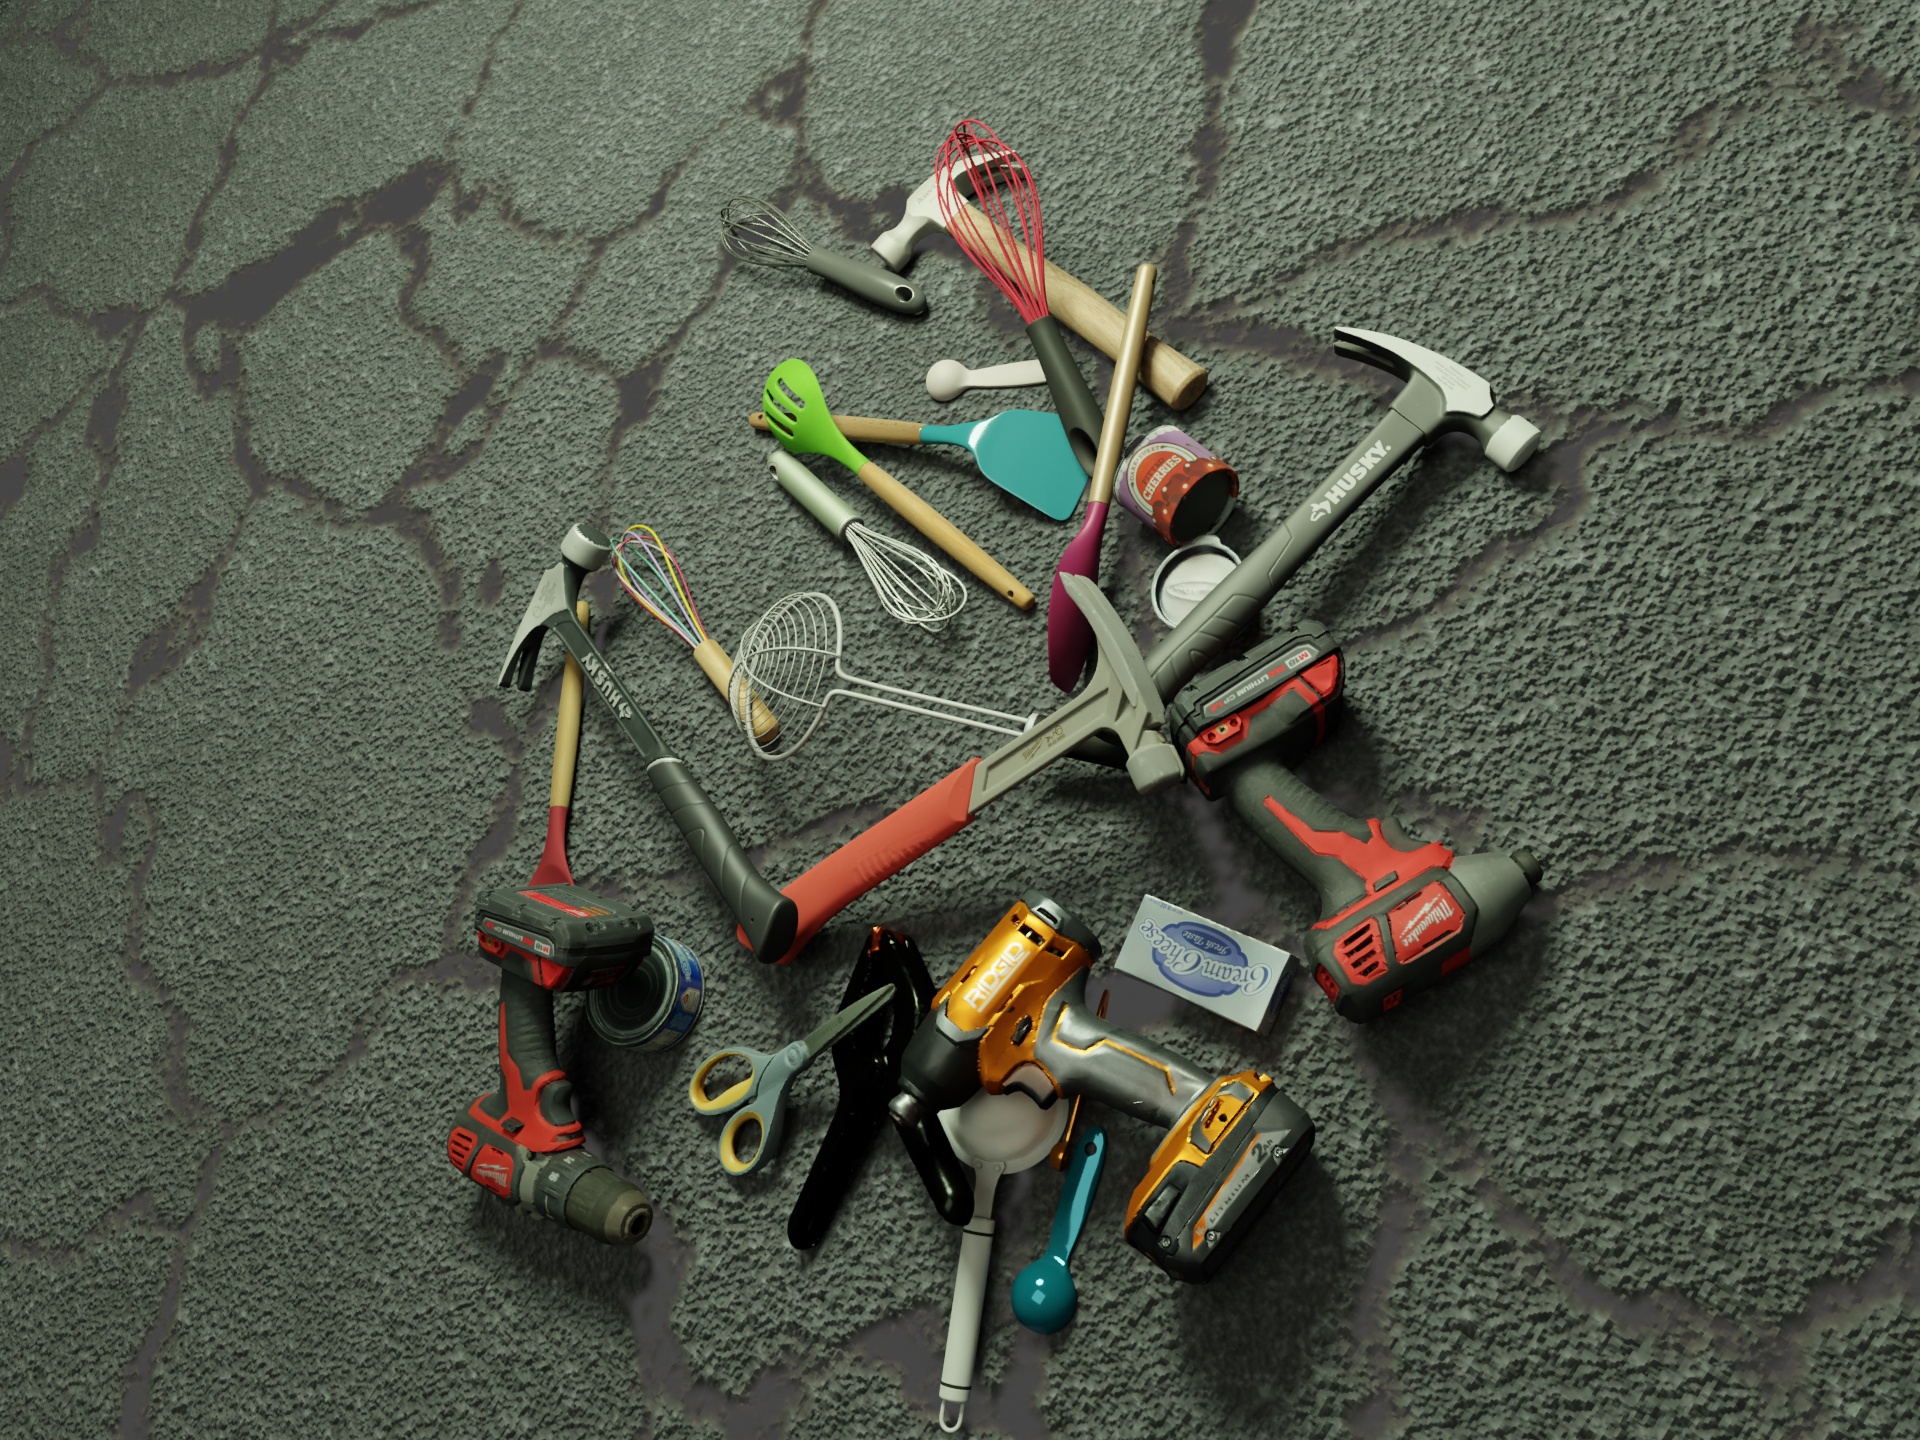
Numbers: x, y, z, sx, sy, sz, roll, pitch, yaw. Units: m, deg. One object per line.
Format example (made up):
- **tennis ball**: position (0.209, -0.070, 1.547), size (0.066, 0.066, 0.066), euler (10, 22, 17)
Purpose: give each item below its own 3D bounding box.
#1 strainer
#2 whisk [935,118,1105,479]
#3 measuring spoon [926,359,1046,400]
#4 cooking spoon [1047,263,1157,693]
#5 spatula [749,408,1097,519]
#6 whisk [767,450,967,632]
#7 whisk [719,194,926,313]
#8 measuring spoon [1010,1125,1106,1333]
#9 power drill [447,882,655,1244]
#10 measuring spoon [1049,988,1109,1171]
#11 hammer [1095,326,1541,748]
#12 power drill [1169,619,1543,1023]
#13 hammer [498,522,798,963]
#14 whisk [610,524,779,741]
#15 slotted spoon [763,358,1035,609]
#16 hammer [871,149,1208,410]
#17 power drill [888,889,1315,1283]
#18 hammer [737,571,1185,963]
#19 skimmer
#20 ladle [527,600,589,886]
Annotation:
- **strainer**: position (0.014, 0.307, 0.991), size (0.087, 0.050, 0.258), euler (6, 76, 14)
- **whisk**: position (0.051, -0.307, 1.163), size (0.073, 0.073, 0.296), euler (-25, 81, 17)
- **measuring spoon**: position (0.027, -0.268, 1.221), size (0.124, 0.018, 0.034), euler (0, 71, 27)
- **cooking spoon**: position (0.102, -0.173, 1.108), size (0.017, 0.068, 0.319), euler (5, 76, 29)
- **spatula**: position (-0.042, -0.217, 1.236), size (0.318, 0.044, 0.082), euler (13, 77, 36)
- **whisk**: position (-0.078, -0.143, 1.216), size (0.059, 0.057, 0.247), euler (-27, 50, -24)
- **whisk**: position (-0.118, -0.387, 1.331), size (0.239, 0.055, 0.055), euler (31, 87, 29)
- **measuring spoon**: position (0.062, 0.310, 0.973), size (0.042, 0.021, 0.129), euler (13, 77, 31)
- **power drill**: position (-0.276, 0.242, 1.111), size (0.188, 0.080, 0.226), euler (13, 97, 37)
- **measuring spoon**: position (0.075, 0.225, 0.999), size (0.011, 0.021, 0.117), euler (13, 77, 18)
- **hammer**: position (0.202, -0.109, 1.022), size (0.335, 0.035, 0.146), euler (-45, 70, -2)
- **power drill**: position (0.232, 0.056, 0.948), size (0.143, 0.078, 0.220), euler (-30, 63, -3)
- **hammer**: position (-0.233, 0.025, 1.184), size (0.149, 0.036, 0.409), euler (-53, 54, 18)
- **whisk**: position (-0.212, -0.073, 1.256), size (0.047, 0.051, 0.245), euler (-41, 60, 1)
- **slotted spoon**: position (-0.055, -0.178, 1.207), size (0.314, 0.031, 0.070), euler (42, 126, 26)
- **hammer**: position (0.069, -0.335, 1.218), size (0.130, 0.031, 0.332), euler (-47, 57, 4)
- **power drill**: position (0.074, 0.225, 0.938), size (0.227, 0.084, 0.164), euler (36, 75, 26)
- **hammer**: position (-0.022, 0.056, 1.052), size (0.359, 0.036, 0.149), euler (-35, 68, 29)
- **skimmer**: position (-0.002, -0.004, 1.111), size (0.363, 0.090, 0.127), euler (13, 84, 17)
- **ladle**: position (-0.321, 0.046, 1.275), size (0.069, 0.031, 0.316), euler (-11, 64, 26)
